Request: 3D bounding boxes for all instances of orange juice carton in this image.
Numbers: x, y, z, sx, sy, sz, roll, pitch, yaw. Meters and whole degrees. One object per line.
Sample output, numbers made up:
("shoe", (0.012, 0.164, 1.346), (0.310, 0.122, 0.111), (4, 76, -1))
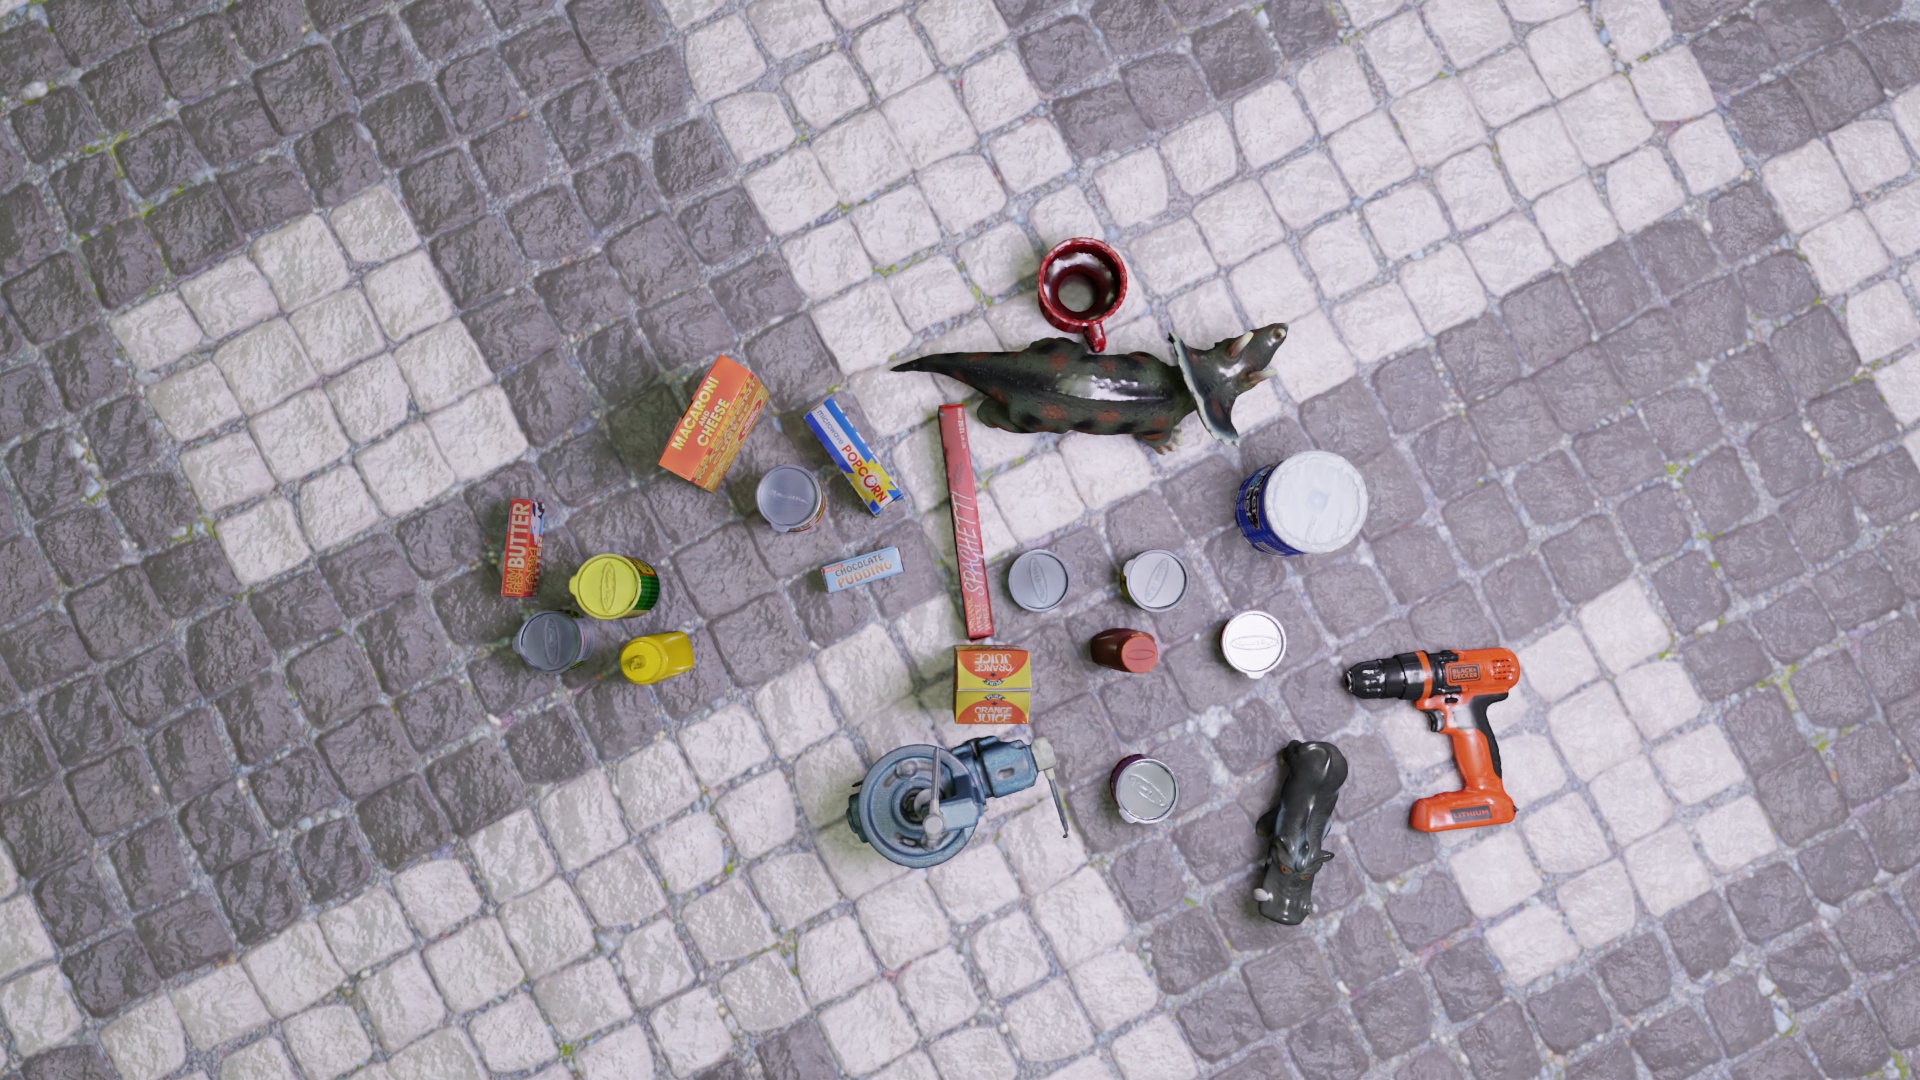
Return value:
("orange juice carton", (0.029, 0.143, 1.386), (0.072, 0.192, 0.073), (1, 88, -1))

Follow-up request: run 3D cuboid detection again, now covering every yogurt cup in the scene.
("yogurt cup", (0.304, 0.107, 1.464), (0.072, 0.054, 0.072), (0, 87, -2))

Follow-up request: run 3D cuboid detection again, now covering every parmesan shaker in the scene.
("parmesan shaker", (-0.353, 0.047, 1.425), (0.071, 0.103, 0.071), (0, 88, -1))

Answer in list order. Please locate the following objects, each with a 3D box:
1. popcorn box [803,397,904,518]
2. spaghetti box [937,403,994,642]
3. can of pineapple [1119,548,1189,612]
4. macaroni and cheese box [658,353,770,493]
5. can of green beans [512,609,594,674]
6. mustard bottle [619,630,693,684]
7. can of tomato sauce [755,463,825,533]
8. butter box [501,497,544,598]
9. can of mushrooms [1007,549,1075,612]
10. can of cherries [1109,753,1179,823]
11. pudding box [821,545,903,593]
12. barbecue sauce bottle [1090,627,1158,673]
("popcorn box", (-0.110, -0.085, 1.447), (0.038, 0.085, 0.126), (-36, 89, -2))
("spaghetti box", (0.005, -0.018, 1.464), (0.029, 0.050, 0.250), (-8, 87, -2))
("can of pineapple", (0.202, 0.041, 1.463), (0.071, 0.058, 0.071), (0, 87, -1))
("macaroni and cheese box", (-0.247, -0.115, 1.404), (0.040, 0.166, 0.124), (29, 87, 0))
("can of green beans", (-0.419, 0.104, 1.443), (0.071, 0.058, 0.071), (0, 87, -1))
("mustard bottle", (-0.310, 0.118, 1.394), (0.065, 0.160, 0.049), (-15, 88, -2))
("can of tomato sauce", (-0.175, -0.041, 1.444), (0.071, 0.083, 0.071), (0, 88, -1))
("butter box", (-0.456, 0.009, 1.449), (0.024, 0.053, 0.103), (5, 87, -1))
("can of mushrooms", (0.085, 0.043, 1.472), (0.071, 0.033, 0.071), (0, 87, -2))
("can of cherries", (0.189, 0.260, 1.451), (0.071, 0.058, 0.071), (0, 87, -1))
("pudding box", (-0.102, 0.030, 1.459), (0.084, 0.049, 0.030), (-16, 88, -2))
("barbecue sauce bottle", (0.171, 0.112, 1.413), (0.065, 0.148, 0.043), (-3, 88, -2))
